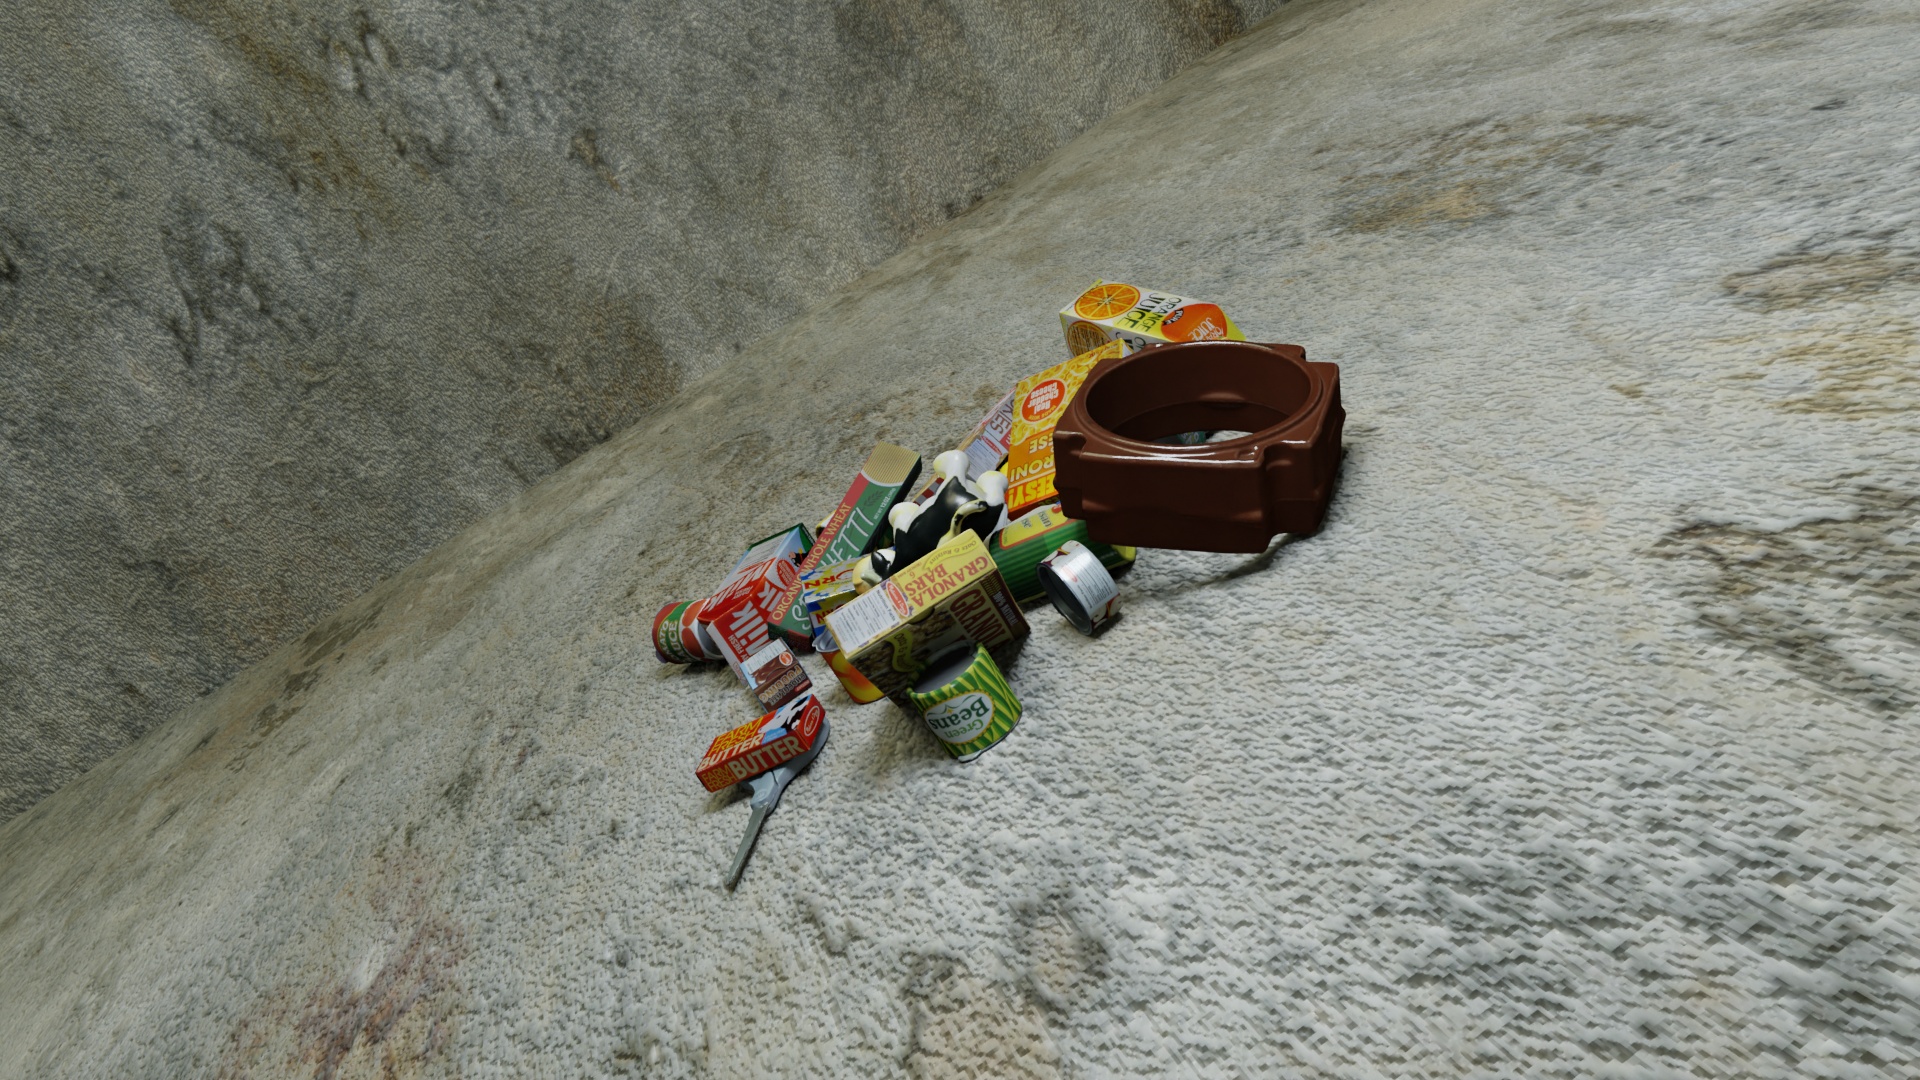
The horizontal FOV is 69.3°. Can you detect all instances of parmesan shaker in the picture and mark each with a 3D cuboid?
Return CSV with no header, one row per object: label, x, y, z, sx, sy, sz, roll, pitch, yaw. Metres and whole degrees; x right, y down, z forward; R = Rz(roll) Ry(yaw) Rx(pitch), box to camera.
parmesan shaker,0.082,0.005,1.130,0.103,0.071,0.072,-23,21,23

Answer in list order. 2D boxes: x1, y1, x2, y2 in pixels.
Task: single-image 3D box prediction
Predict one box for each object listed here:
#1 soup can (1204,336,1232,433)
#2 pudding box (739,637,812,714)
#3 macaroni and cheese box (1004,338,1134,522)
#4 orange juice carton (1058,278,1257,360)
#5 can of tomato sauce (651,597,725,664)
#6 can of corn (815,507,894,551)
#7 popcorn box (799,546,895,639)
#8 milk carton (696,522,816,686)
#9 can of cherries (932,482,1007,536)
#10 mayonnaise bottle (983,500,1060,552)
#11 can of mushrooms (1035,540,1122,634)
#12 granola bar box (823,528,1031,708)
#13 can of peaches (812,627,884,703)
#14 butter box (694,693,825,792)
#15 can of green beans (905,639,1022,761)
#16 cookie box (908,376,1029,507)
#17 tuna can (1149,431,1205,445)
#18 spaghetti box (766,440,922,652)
soup can,0.224,-0.137,1.268,0.084,0.071,0.071,-38,20,-18
pudding box,-0.171,0.123,1.276,0.050,0.030,0.084,-34,19,-9
macaroni and cheese box,0.106,-0.098,1.298,0.123,0.040,0.167,-21,45,32
orange juice carton,0.199,-0.200,1.397,0.193,0.072,0.072,23,53,40
can of tomato sauce,-0.272,0.095,1.441,0.083,0.071,0.071,-9,29,46
can of corn,-0.109,-0.006,1.449,0.058,0.071,0.071,-42,22,-26
popcorn box,-0.081,0.043,1.276,0.127,0.038,0.085,-16,20,-5
milk carton,-0.200,0.066,1.397,0.073,0.072,0.191,-22,20,25
can of cherries,0.005,-0.016,1.269,0.058,0.071,0.071,11,0,-16
mayonnaise bottle,0.061,0.002,1.212,0.148,0.041,0.065,-30,20,2
can of mushrooms,0.089,0.035,1.050,0.033,0.071,0.071,-36,20,-13
granola bar box,-0.019,0.064,1.037,0.124,0.039,0.165,-32,-22,0
can of peaches,-0.080,0.095,1.167,0.071,0.058,0.071,-28,20,11
butter box,-0.161,0.164,1.120,0.103,0.024,0.053,-26,19,20
can of green beans,0.002,0.113,1.000,0.071,0.057,0.071,-28,20,11
cookie box,0.015,-0.086,1.435,0.122,0.040,0.168,-42,7,47
tuna can,0.179,-0.088,1.214,0.071,0.071,0.033,-12,29,44
spaghetti box,-0.112,0.002,1.380,0.050,0.028,0.251,18,56,16
